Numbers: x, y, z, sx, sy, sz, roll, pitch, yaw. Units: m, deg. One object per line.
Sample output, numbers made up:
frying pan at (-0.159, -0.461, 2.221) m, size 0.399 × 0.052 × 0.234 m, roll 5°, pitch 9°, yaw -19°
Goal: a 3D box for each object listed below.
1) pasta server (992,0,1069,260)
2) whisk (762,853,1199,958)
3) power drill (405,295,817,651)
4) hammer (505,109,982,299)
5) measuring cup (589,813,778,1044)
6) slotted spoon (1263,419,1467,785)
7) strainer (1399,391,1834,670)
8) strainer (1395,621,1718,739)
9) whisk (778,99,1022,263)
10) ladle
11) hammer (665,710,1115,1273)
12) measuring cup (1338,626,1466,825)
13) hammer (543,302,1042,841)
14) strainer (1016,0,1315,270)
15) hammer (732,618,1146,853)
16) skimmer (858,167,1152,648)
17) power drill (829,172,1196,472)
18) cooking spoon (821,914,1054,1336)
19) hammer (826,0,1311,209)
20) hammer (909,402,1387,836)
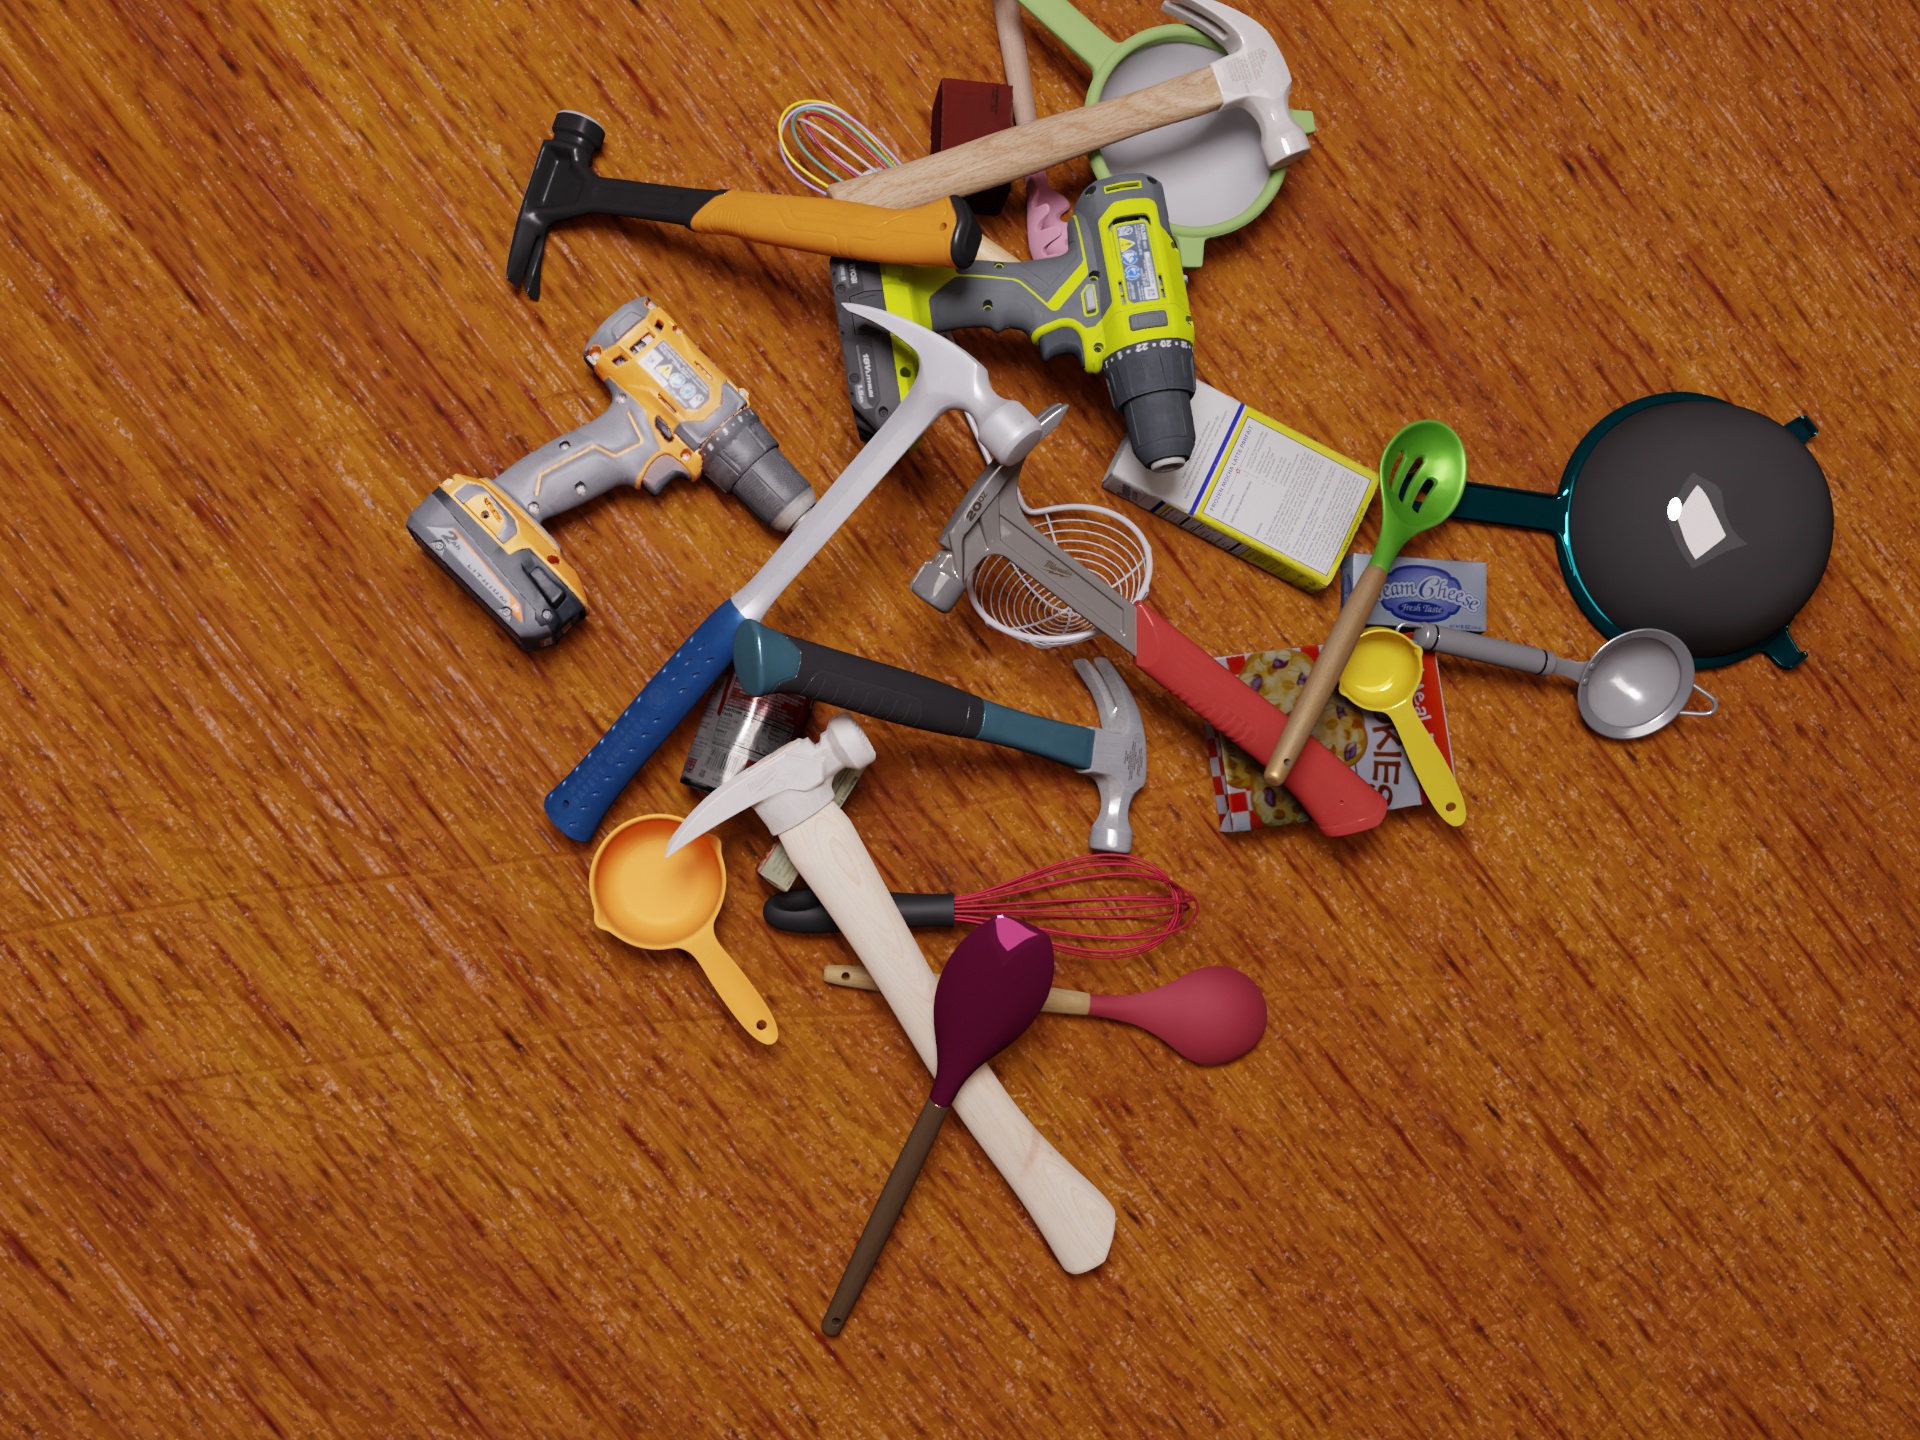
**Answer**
pasta server at (0.050, -0.453, 1.135) m, size 0.040 × 0.060 × 0.316 m, roll -13°, pitch 84°, yaw 32°
whisk at (0.015, 0.128, 1.078) m, size 0.296 × 0.073 × 0.073 m, roll 0°, pitch 86°, yaw -3°
power drill at (-0.224, -0.145, 1.055) m, size 0.185 × 0.084 × 0.226 m, roll 45°, pitch 77°, yaw -4°
hammer at (-0.143, -0.317, 1.018) m, size 0.337 × 0.034 × 0.127 m, roll 14°, pitch 84°, yaw 24°
measuring cup at (-0.175, 0.140, 1.053) m, size 0.095 × 0.052 × 0.173 m, roll -36°, pitch 93°, yaw -9°
slotted spoon at (0.269, -0.082, 1.070) m, size 0.070 × 0.031 × 0.314 m, roll 39°, pitch 63°, yaw -15°
strainer at (0.488, -0.152, 1.144) m, size 0.340 × 0.095 × 0.211 m, roll 6°, pitch 85°, yaw -9°
strainer at (0.423, -0.042, 1.138) m, size 0.258 × 0.050 × 0.086 m, roll 11°, pitch 112°, yaw -17°
whisk at (-0.015, -0.343, 1.083) m, size 0.245 × 0.051 × 0.047 m, roll 31°, pitch 50°, yaw -15°
ladle at (0.062, 0.191, 1.096) m, size 0.315 × 0.031 × 0.069 m, roll 7°, pitch 85°, yaw -6°
hammer at (-0.028, 0.201, 1.041) m, size 0.146 × 0.038 × 0.410 m, roll -32°, pitch 101°, yaw 0°
measuring cup at (0.310, 0.005, 1.104) m, size 0.062 × 0.029 × 0.156 m, roll -29°, pitch 103°, yaw 7°
hammer at (-0.132, -0.081, 1.002) m, size 0.405 × 0.035 × 0.144 m, roll -47°, pitch 76°, yaw 16°
strainer at (0.112, -0.440, 1.122) m, size 0.256 × 0.069 × 0.151 m, roll 40°, pitch 81°, yaw -6°
hammer at (-0.002, -0.003, 1.016) m, size 0.330 × 0.033 × 0.128 m, roll 16°, pitch 78°, yaw -38°
skimmer at (0.014, -0.220, 1.085) m, size 0.127 × 0.090 × 0.363 m, roll -24°, pitch 89°, yaw -6°
power drill at (0.039, -0.243, 1.035) m, size 0.228 × 0.080 × 0.190 m, roll -9°, pitch 82°, yaw 0°
cooking spoon at (-0.023, 0.268, 1.028) m, size 0.068 × 0.017 × 0.319 m, roll 23°, pitch 103°, yaw -6°
hammer at (0.068, -0.390, 1.059) m, size 0.331 × 0.031 × 0.130 m, roll -22°, pitch 93°, yaw -11°
hammer at (0.148, -0.043, 1.034) m, size 0.359 × 0.037 × 0.149 m, roll 36°, pitch 95°, yaw -17°
